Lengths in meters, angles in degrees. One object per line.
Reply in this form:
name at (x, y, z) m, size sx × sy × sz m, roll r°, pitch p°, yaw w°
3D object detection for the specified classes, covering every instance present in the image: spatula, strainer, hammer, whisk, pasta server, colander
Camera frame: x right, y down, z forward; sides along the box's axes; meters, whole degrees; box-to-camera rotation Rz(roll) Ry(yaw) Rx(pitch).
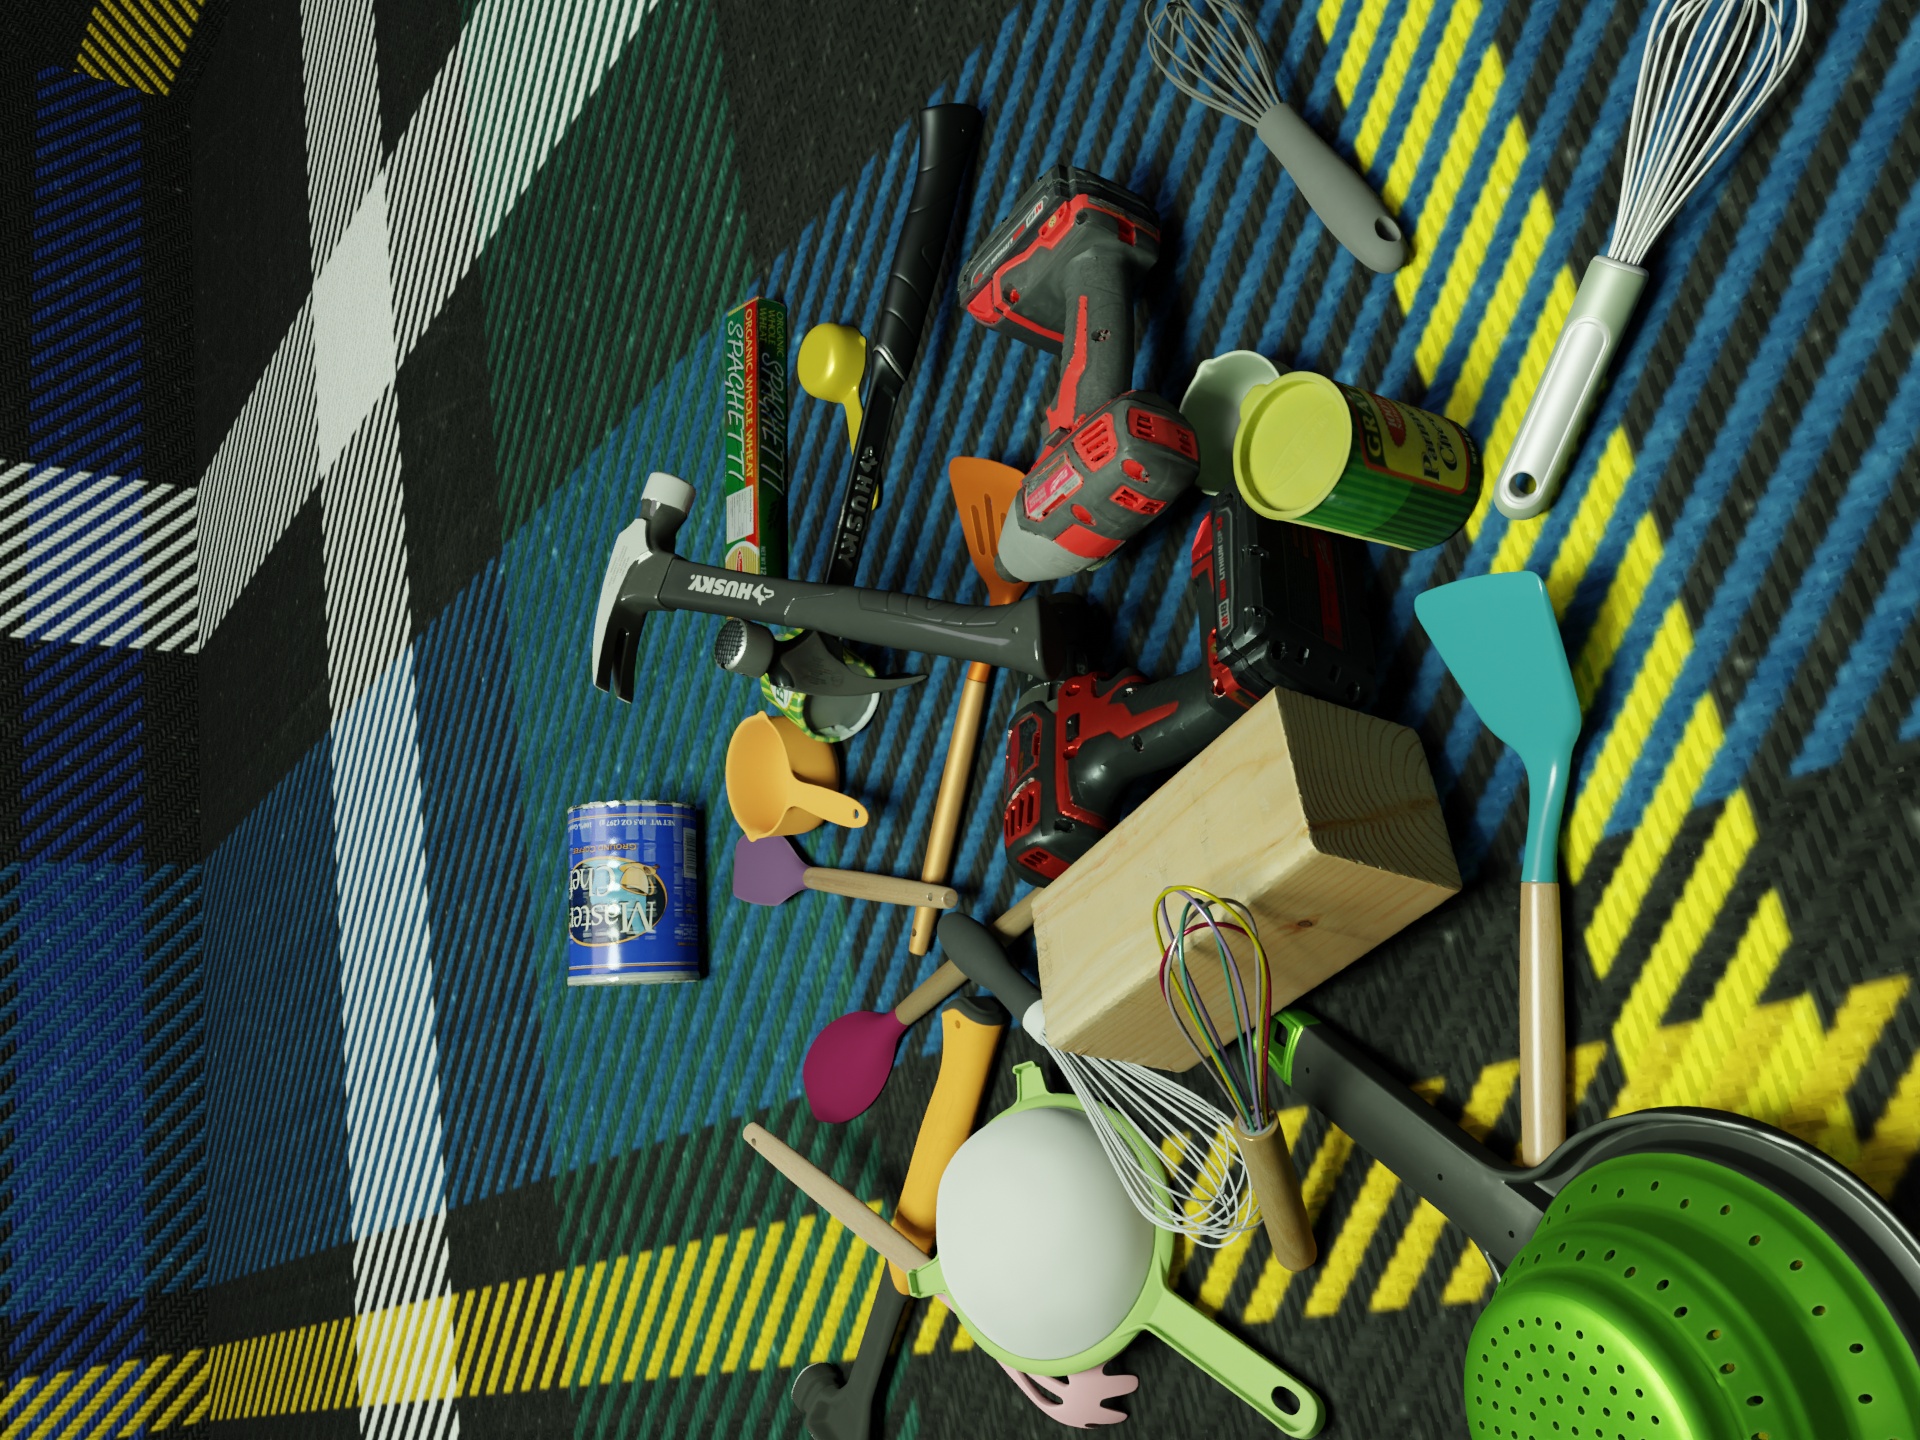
spatula at (0.243, 0.096, 0.692) m, size 0.082 × 0.044 × 0.317 m, roll 170°, pitch 101°, yaw -66°
spatula at (-0.002, -0.003, 1.011) m, size 0.081 × 0.041 × 0.322 m, roll 24°, pitch 106°, yaw 50°
strainer at (0.072, 0.292, 0.834) m, size 0.257 × 0.069 × 0.151 m, roll 25°, pitch 84°, yaw 41°
hammer at (-0.085, -0.061, 0.929) m, size 0.335 × 0.035 × 0.146 m, roll 12°, pitch 78°, yaw 34°
whisk at (0.067, 0.186, 0.882) m, size 0.285 × 0.070 × 0.070 m, roll 40°, pitch 117°, yaw 47°
pasta server at (-0.027, 0.324, 0.965) m, size 0.316 × 0.040 × 0.060 m, roll 24°, pitch 102°, yaw 41°
spatula at (-0.092, 0.110, 1.113) m, size 0.316 × 0.018 × 0.060 m, roll 0°, pitch 85°, yaw 57°
hammer at (-0.028, 0.333, 1.010) m, size 0.127 × 0.034 × 0.337 m, roll 32°, pitch 110°, yaw 49°
colander at (0.213, 0.221, 0.635) m, size 0.397 × 0.094 × 0.204 m, roll 36°, pitch 124°, yaw 56°
whisk at (0.284, -0.200, 0.675) m, size 0.058 × 0.059 × 0.246 m, roll 26°, pitch 113°, yaw 21°
whisk at (0.164, -0.314, 0.836) m, size 0.055 × 0.055 × 0.239 m, roll -51°, pitch 53°, yaw 35°
hammer at (-0.046, -0.212, 1.047) m, size 0.036 × 0.149 × 0.409 m, roll 9°, pitch 83°, yaw 51°
whisk at (0.133, 0.170, 0.725) m, size 0.047 × 0.244 × 0.051 m, roll -11°, pitch 32°, yaw 15°

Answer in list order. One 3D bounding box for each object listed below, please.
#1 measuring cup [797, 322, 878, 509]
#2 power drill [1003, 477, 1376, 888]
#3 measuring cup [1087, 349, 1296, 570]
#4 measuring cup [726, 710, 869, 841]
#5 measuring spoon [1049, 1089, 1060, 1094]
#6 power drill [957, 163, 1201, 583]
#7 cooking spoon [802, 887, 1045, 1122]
measuring cup at (-0.087, -0.220, 1.149) m, size 0.062 × 0.029 × 0.157 m, roll -38°, pitch 56°, yaw 43°
power drill at (0.103, -0.032, 0.839) m, size 0.226 × 0.080 × 0.188 m, roll -39°, pitch 36°, yaw 42°
measuring cup at (0.128, -0.130, 0.867) m, size 0.167 × 0.038 × 0.083 m, roll -43°, pitch 54°, yaw 42°
measuring cup at (-0.099, 0.048, 1.117) m, size 0.174 × 0.052 × 0.095 m, roll 16°, pitch 104°, yaw 48°
measuring spoon at (0.032, 0.273, 0.954) m, size 0.034 × 0.018 × 0.124 m, roll 48°, pitch 122°, yaw 42°
power drill at (0.060, -0.186, 0.890) m, size 0.143 × 0.078 × 0.220 m, roll -38°, pitch 47°, yaw 46°
cooking spoon at (-0.023, 0.180, 1.034) m, size 0.318 × 0.017 × 0.069 m, roll -45°, pitch 54°, yaw 39°
